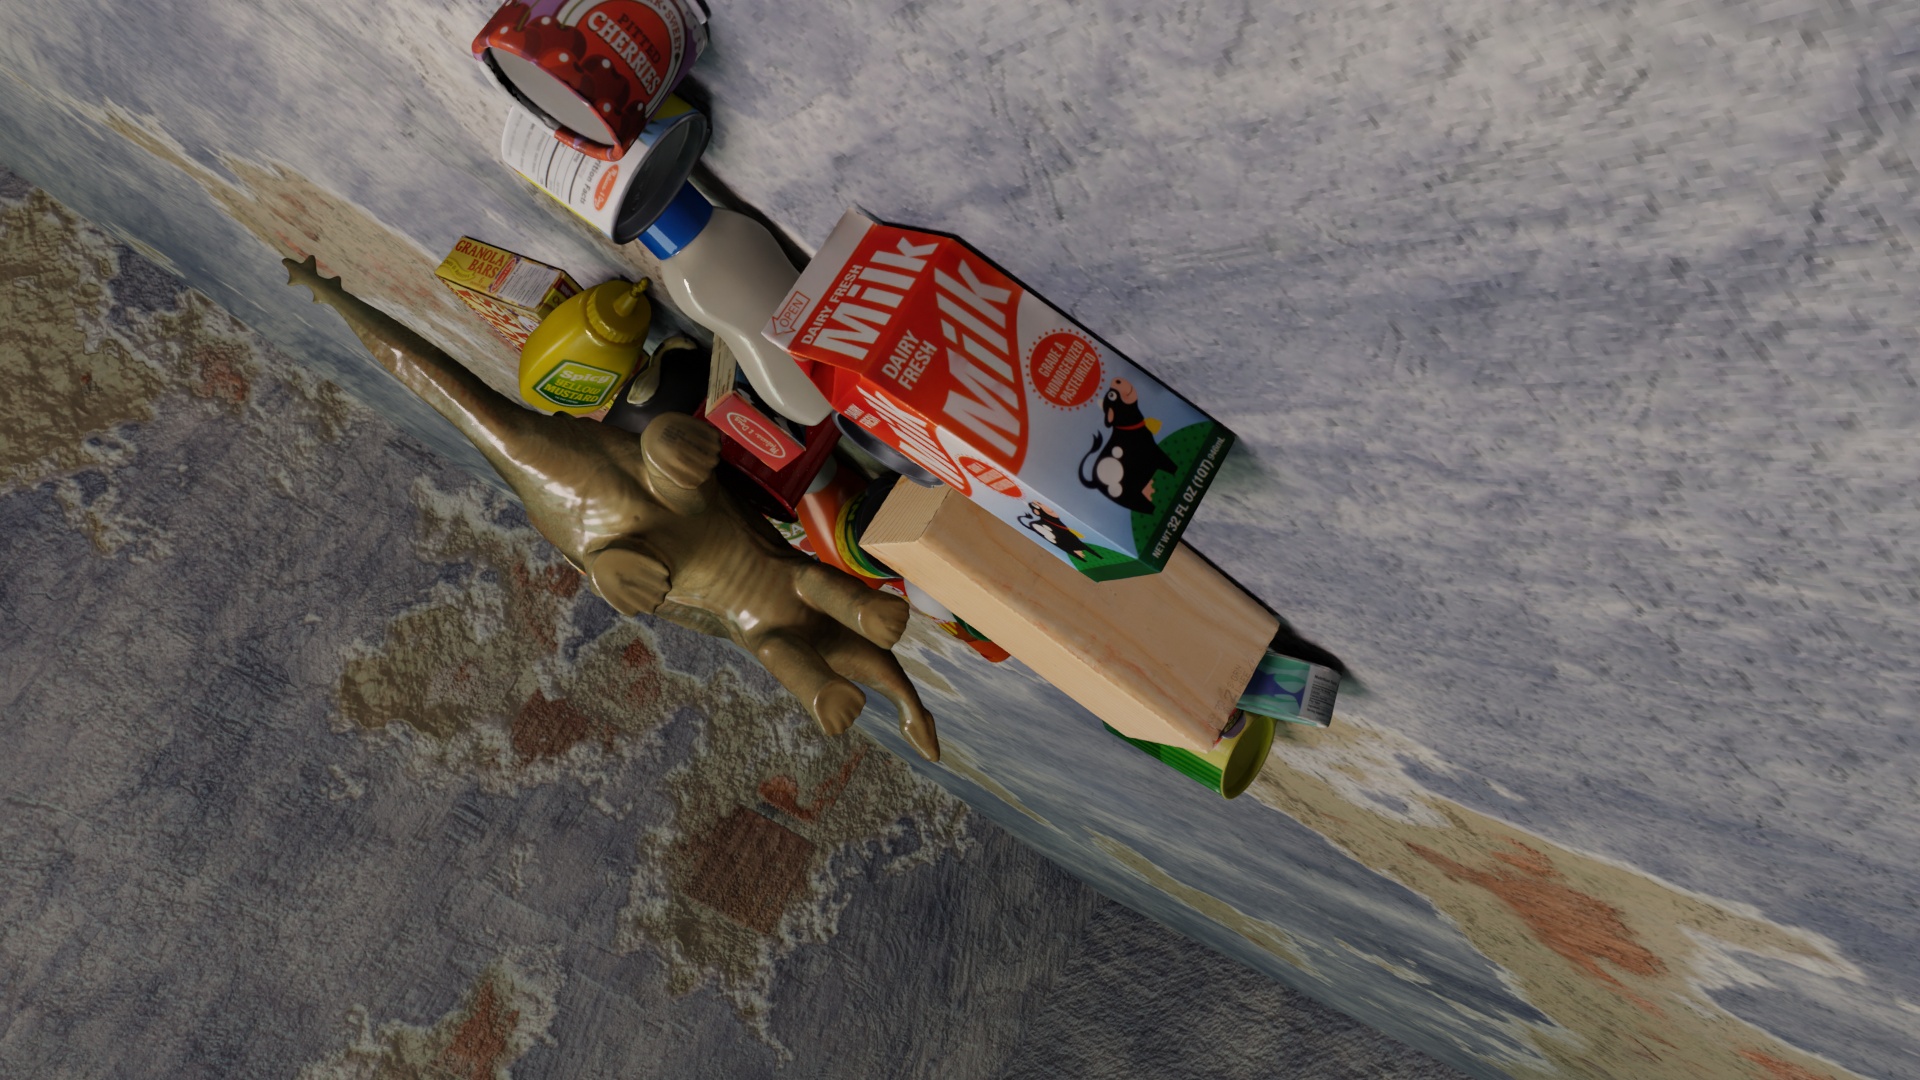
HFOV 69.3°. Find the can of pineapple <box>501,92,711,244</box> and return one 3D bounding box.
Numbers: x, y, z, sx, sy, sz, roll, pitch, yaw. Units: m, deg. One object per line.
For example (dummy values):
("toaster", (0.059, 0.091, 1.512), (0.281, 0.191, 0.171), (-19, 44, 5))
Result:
("can of pineapple", (-0.149, -0.169, 0.586), (0.058, 0.071, 0.071), (36, 166, -2))

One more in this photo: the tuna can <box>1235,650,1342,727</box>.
("tuna can", (0.182, 0.084, 0.805), (0.071, 0.033, 0.071), (15, 173, 2))

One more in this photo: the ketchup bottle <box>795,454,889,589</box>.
("ketchup bottle", (-0.090, -0.025, 1.001), (0.043, 0.065, 0.148), (13, 150, 33))

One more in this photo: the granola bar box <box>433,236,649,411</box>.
("granola bar box", (-0.296, -0.151, 1.042), (0.124, 0.039, 0.165), (23, 164, 33))

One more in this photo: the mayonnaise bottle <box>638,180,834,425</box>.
("mayonnaise bottle", (-0.107, -0.124, 0.676), (0.147, 0.065, 0.041), (45, 167, -31))

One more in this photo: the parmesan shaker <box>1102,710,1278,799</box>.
("parmesan shaker", (0.161, 0.126, 0.975), (0.103, 0.071, 0.071), (27, 166, 34))

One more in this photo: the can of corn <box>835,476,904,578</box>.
("can of corn", (-0.049, -0.009, 0.953), (0.071, 0.071, 0.058), (35, 166, -15))

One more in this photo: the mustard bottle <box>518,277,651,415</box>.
("mustard bottle", (-0.241, -0.132, 0.912), (0.065, 0.049, 0.159), (12, 155, -31))

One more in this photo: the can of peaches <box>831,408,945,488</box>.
("can of peaches", (-0.020, -0.068, 0.687), (0.071, 0.058, 0.071), (29, 166, 8))

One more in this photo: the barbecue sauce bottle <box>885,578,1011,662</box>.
("barbecue sauce bottle", (-0.009, 0.048, 1.116), (0.065, 0.044, 0.148), (14, 159, 50))

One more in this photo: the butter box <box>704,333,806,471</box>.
("butter box", (-0.108, -0.089, 0.748), (0.053, 0.024, 0.104), (40, -152, -33))

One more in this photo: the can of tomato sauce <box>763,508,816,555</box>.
("can of tomato sauce", (-0.131, -0.032, 1.044), (0.071, 0.071, 0.083), (24, 165, 30))

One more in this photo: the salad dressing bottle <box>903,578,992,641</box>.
("salad dressing bottle", (0.002, 0.034, 0.956), (0.148, 0.064, 0.044), (-144, 41, -72))

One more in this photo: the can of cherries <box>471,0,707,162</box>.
("can of cherries", (-0.137, -0.184, 0.518), (0.071, 0.058, 0.071), (30, 167, 8))

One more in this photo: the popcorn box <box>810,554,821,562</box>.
("popcorn box", (-0.155, 0.022, 1.164), (0.038, 0.127, 0.085), (31, 167, 19))

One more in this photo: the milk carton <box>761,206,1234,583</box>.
("milk carton", (0.013, -0.063, 0.600), (0.190, 0.072, 0.073), (34, 167, -10))

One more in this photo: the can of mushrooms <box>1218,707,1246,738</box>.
("can of mushrooms", (0.150, 0.095, 0.880), (0.071, 0.071, 0.033), (27, 164, 19))
